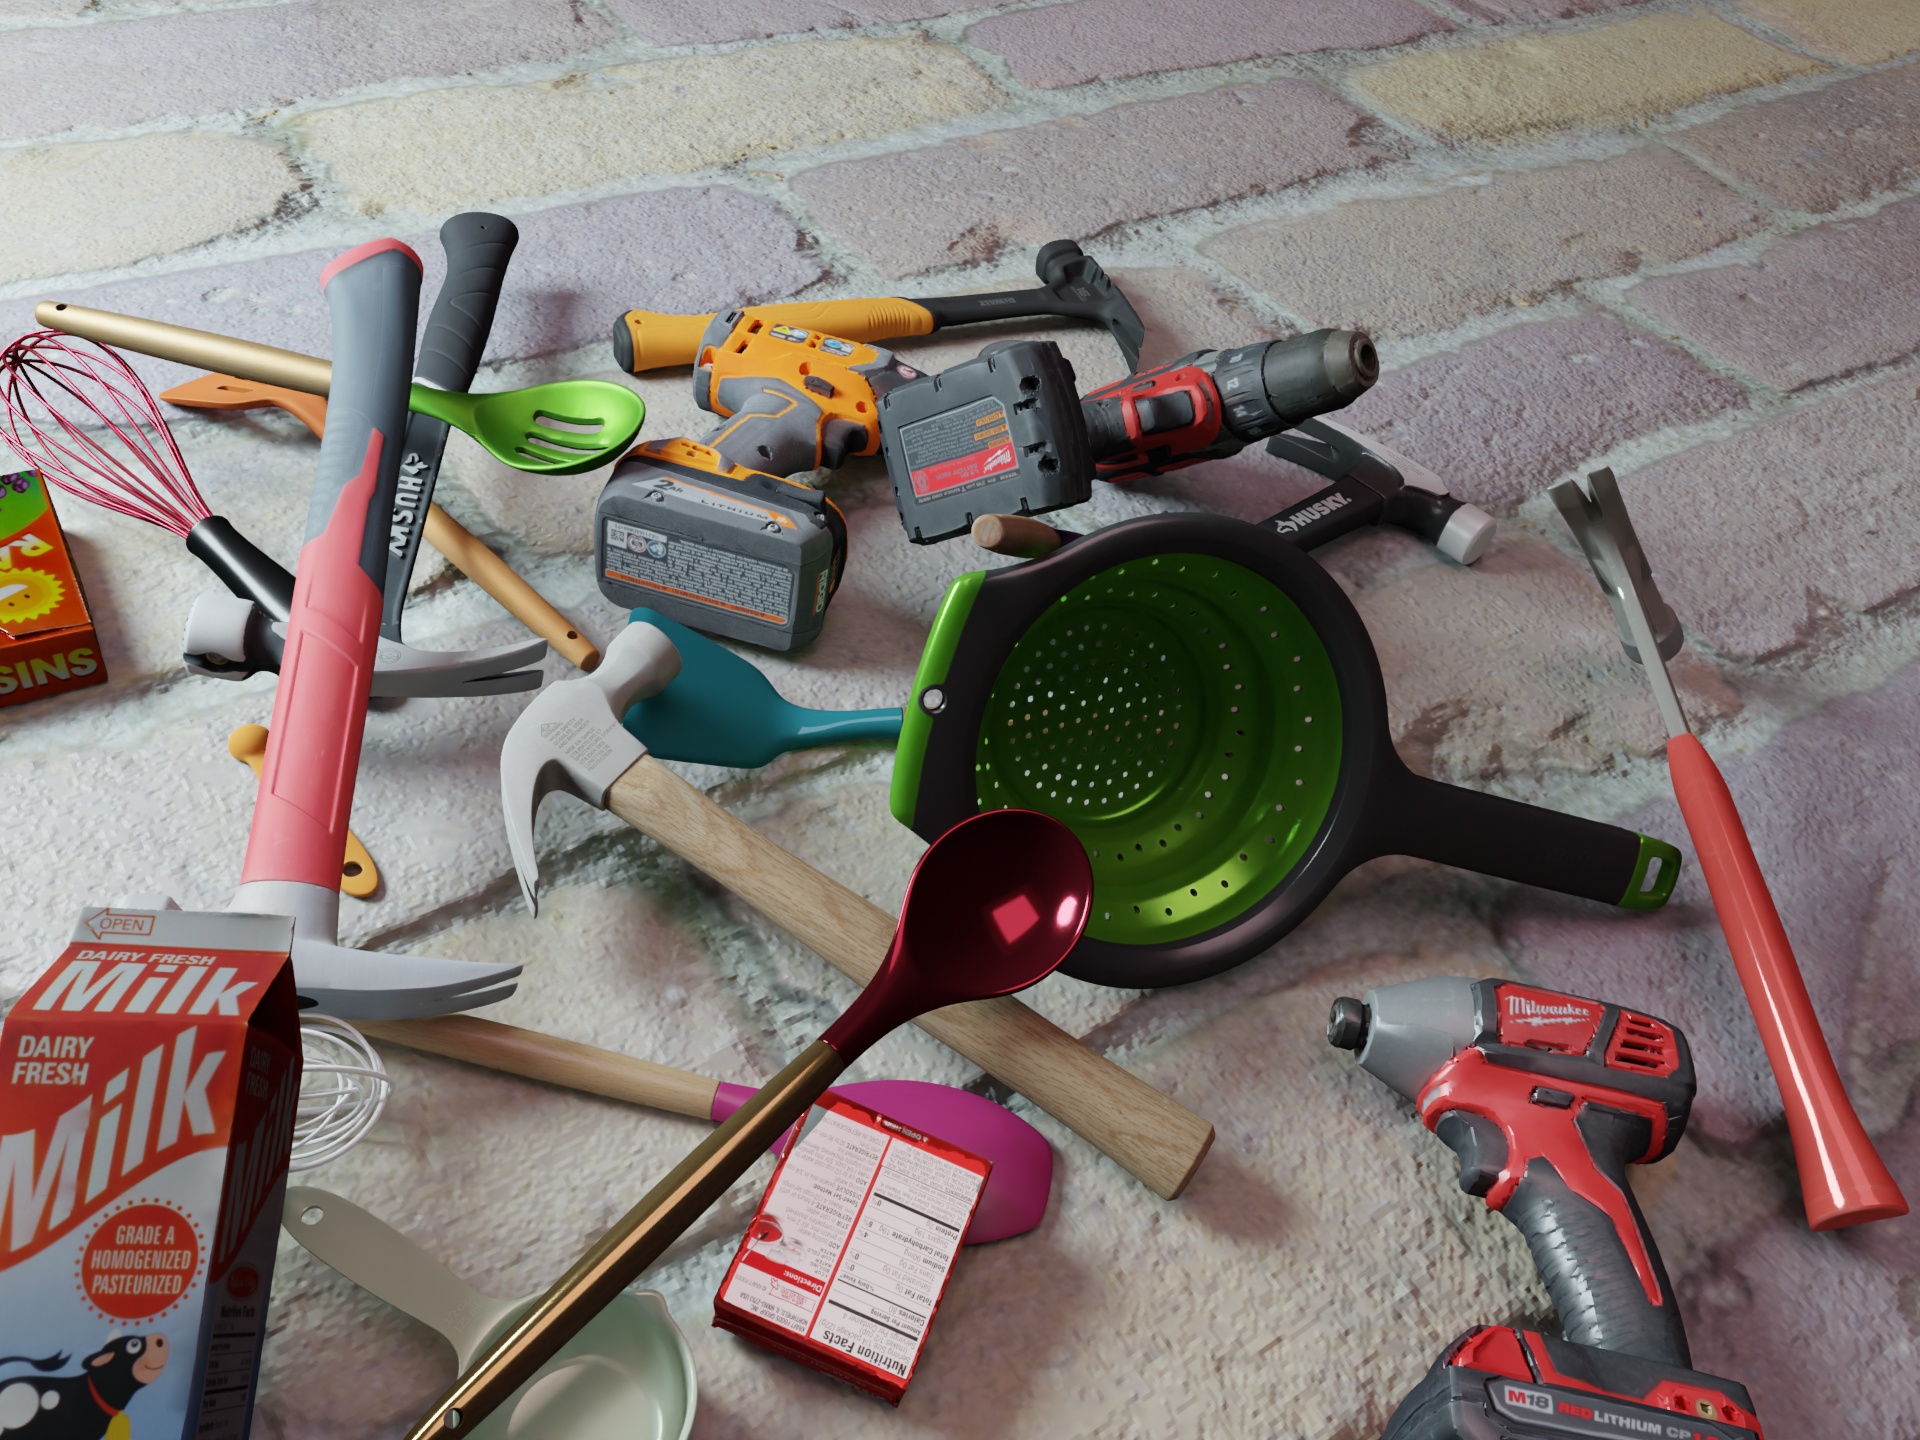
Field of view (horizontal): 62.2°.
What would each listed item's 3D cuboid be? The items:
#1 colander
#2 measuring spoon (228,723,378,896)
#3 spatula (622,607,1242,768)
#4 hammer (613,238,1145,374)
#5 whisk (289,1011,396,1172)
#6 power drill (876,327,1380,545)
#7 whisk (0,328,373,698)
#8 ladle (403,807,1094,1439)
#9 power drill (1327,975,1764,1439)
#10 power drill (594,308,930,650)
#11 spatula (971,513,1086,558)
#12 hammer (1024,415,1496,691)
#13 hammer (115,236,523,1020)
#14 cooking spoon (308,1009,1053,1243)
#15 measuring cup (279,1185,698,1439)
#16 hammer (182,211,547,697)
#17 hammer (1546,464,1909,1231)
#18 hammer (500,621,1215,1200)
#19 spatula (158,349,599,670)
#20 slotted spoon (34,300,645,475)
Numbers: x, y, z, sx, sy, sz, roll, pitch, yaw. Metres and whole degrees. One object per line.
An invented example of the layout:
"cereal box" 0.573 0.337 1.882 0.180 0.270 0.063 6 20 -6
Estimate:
"colander" 0.151 0.025 0.730 0.397 0.204 0.094 14 8 -19
"measuring spoon" -0.287 0.037 0.693 0.021 0.011 0.117 -29 57 -33
"spatula" -0.001 -0.002 0.764 0.317 0.044 0.082 3 54 -10
"hammer" -0.050 -0.250 1.007 0.336 0.034 0.127 -11 48 -21
"whisk" -0.327 0.140 0.561 0.246 0.059 0.058 -4 63 -7
"power drill" 0.090 -0.158 0.827 0.188 0.080 0.226 -8 8 45
"whisk" -0.384 -0.102 0.784 0.296 0.073 0.073 39 51 16
"ladle" -0.063 0.136 0.562 0.069 0.031 0.315 47 58 5
"power drill" 0.210 0.190 0.595 0.143 0.078 0.220 13 42 1
"power drill" -0.087 -0.138 0.858 0.164 0.084 0.227 15 41 3
"spatula" 0.035 -0.085 0.746 0.060 0.018 0.316 6 6 9
"hammer" 0.150 -0.092 0.869 0.335 0.035 0.146 -27 56 -38
"hammer" -0.250 -0.059 0.684 0.143 0.038 0.387 8 56 -20
"cooking spoon" -0.120 0.141 0.617 0.319 0.017 0.069 13 45 1
"measuring cup" -0.163 0.208 0.531 0.168 0.038 0.083 26 47 17
"hammer" -0.273 -0.158 0.834 0.149 0.036 0.409 9 43 -14
"hammer" 0.347 0.050 0.731 0.037 0.149 0.359 -22 48 25
"hammer" -0.047 0.087 0.644 0.331 0.031 0.130 33 55 11
"spatula" -0.301 -0.118 0.838 0.323 0.041 0.081 39 50 20
"slotted spoon" -0.307 -0.169 0.786 0.314 0.031 0.070 13 50 4
